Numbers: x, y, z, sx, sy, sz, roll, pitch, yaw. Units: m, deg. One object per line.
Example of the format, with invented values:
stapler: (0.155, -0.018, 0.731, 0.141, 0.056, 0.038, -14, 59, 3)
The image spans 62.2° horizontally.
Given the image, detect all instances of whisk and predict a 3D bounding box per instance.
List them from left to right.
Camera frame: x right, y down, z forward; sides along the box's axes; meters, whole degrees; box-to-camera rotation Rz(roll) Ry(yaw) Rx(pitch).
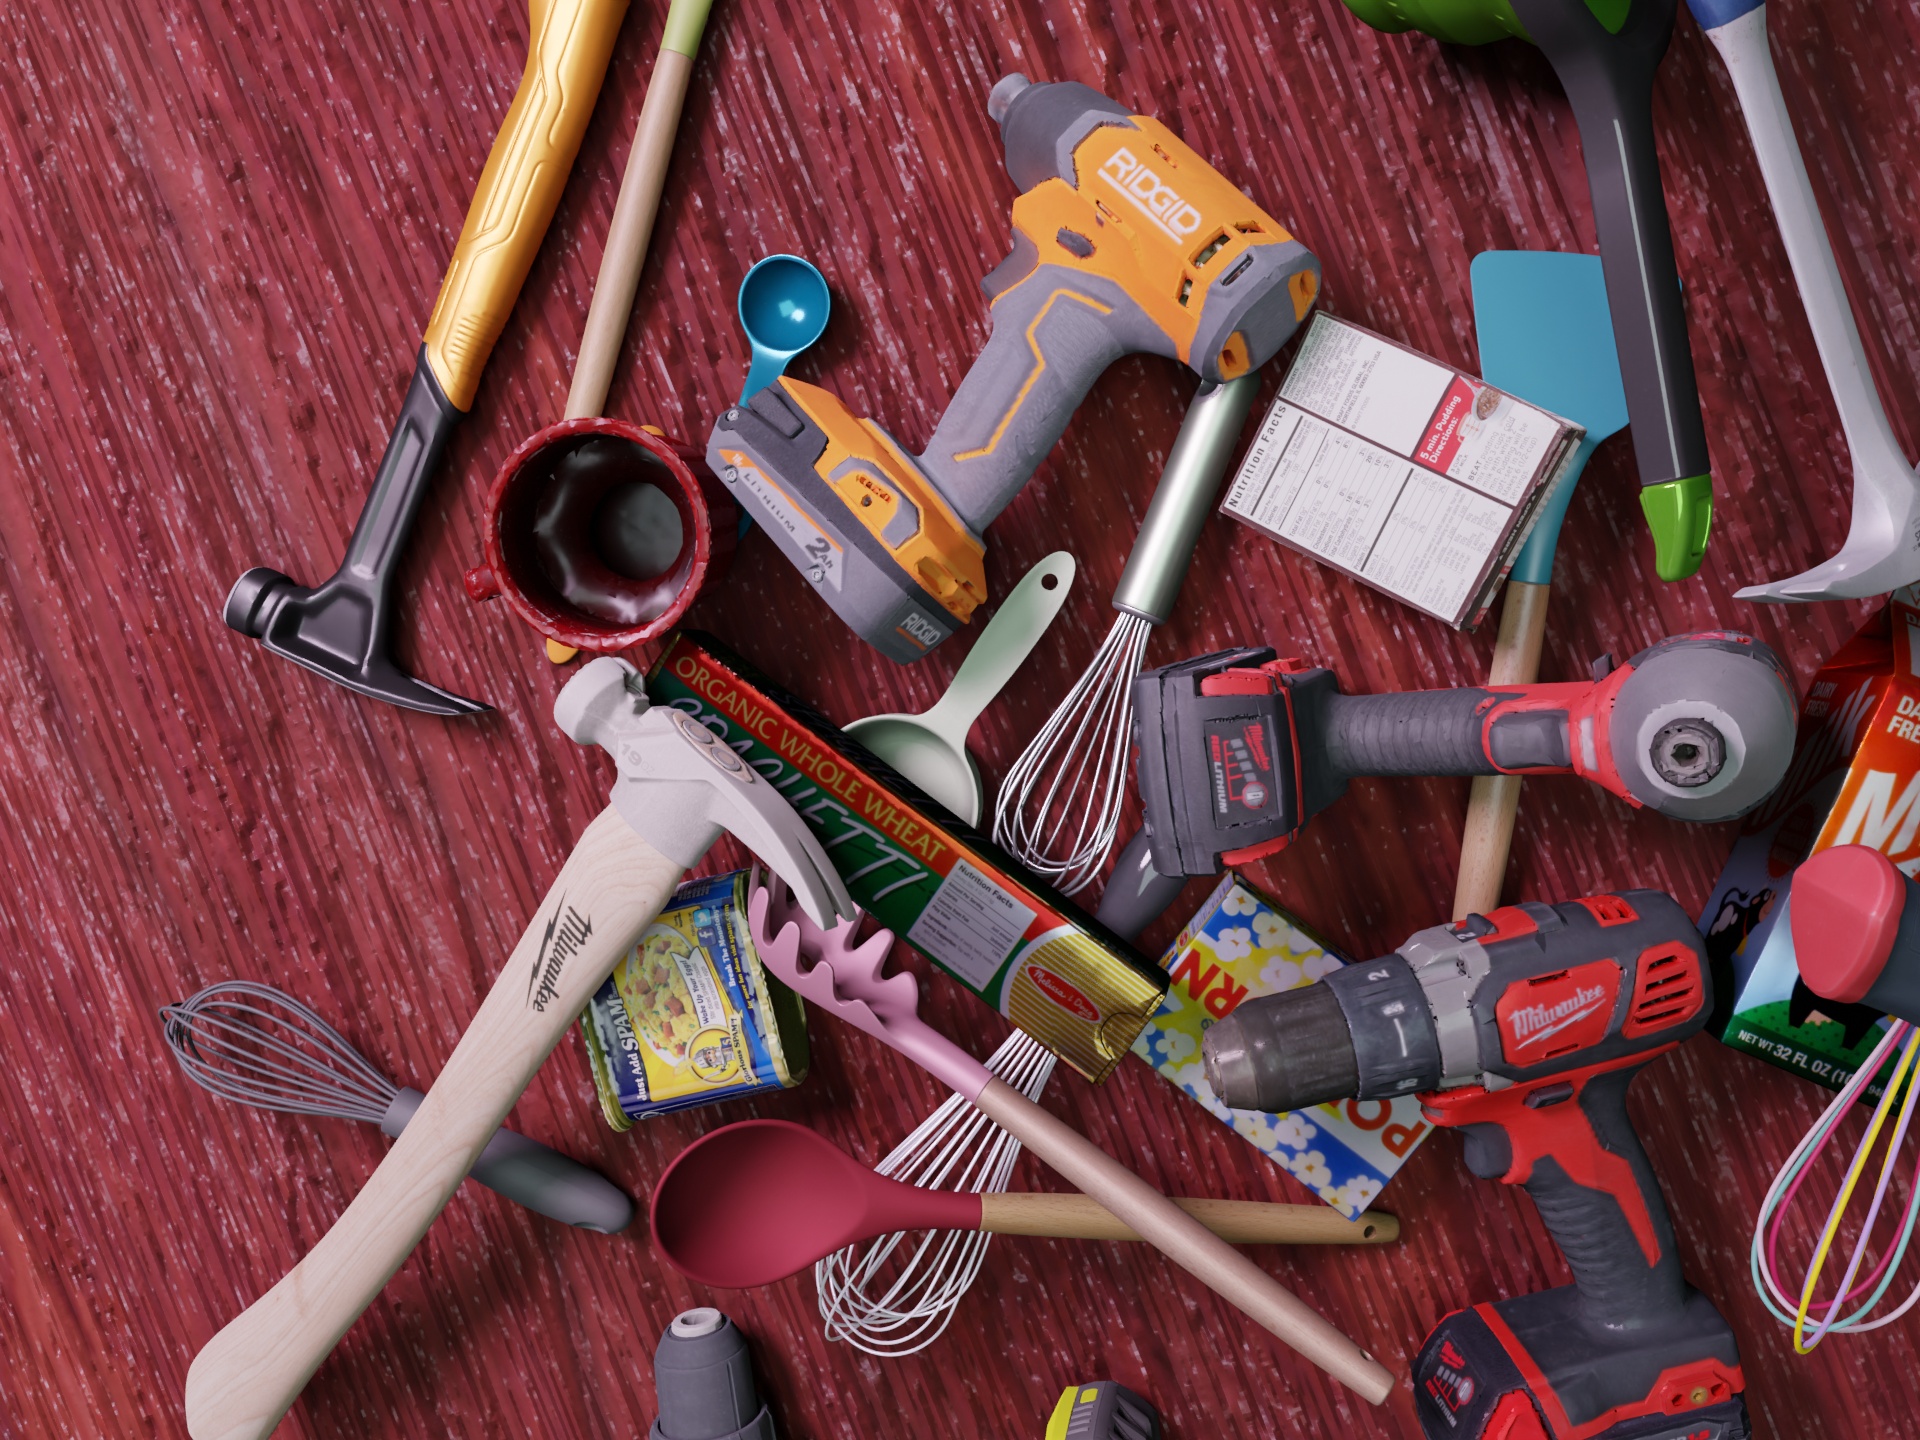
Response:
whisk: (-0.260, 0.182, 0.735, 0.239, 0.055, 0.055, 24, 97, 2)
whisk: (0.025, 0.150, 0.684, 0.070, 0.070, 0.284, 34, 93, 5)
whisk: (0.073, -0.037, 0.669, 0.059, 0.058, 0.246, 19, 94, -27)
whisk: (0.341, 0.110, 0.563, 0.047, 0.051, 0.245, 20, 93, -17)

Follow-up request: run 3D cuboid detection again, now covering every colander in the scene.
colander: (0.199, -0.242, 0.587, 0.094, 0.204, 0.397, -8, 95, 41)

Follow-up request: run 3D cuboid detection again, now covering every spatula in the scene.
spatula: (0.229, -0.032, 0.653, 0.082, 0.044, 0.317, 8, 100, 9)

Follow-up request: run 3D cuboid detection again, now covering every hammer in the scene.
hammer: (-0.208, 0.176, 0.672, 0.146, 0.038, 0.410, 41, 105, 15)
hammer: (-0.215, -0.170, 0.707, 0.127, 0.034, 0.337, 24, 97, 8)
hammer: (0.266, -0.228, 0.543, 0.144, 0.035, 0.405, -33, 105, -25)
hammer: (0.427, 0.135, 0.545, 0.386, 0.038, 0.143, 33, 99, -20)

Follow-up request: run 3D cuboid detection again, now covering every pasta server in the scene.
pasta server: (0.035, 0.157, 0.630, 0.316, 0.060, 0.040, 34, 109, 17)

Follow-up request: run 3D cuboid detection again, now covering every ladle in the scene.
ladle: (-0.130, -0.260, 0.678, 0.078, 0.062, 0.320, 17, 99, -1)
ladle: (0.033, 0.201, 0.649, 0.315, 0.031, 0.069, 6, 96, -12)

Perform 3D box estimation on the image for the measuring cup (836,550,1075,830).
measuring cup: (-0.001, -0.002, 0.684, 0.083, 0.038, 0.167, 36, 96, 5)

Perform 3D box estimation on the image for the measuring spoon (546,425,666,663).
measuring spoon: (-0.161, -0.079, 0.716, 0.021, 0.011, 0.117, 26, 97, 6)

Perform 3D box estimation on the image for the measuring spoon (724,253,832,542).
measuring spoon: (-0.085, -0.140, 0.701, 0.042, 0.021, 0.128, 19, 106, 10)

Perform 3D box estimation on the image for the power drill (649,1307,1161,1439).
power drill: (-0.028, 0.351, 0.692, 0.228, 0.080, 0.190, -6, 93, 12)

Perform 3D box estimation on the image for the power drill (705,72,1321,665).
power drill: (0.009, -0.152, 0.646, 0.226, 0.084, 0.164, -43, 69, 5)

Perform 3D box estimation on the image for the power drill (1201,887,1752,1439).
power drill: (0.201, 0.186, 0.612, 0.188, 0.080, 0.226, -13, 101, -2)

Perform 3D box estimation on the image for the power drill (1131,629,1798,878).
power drill: (0.181, 0.008, 0.579, 0.220, 0.143, 0.078, -5, 95, 28)
